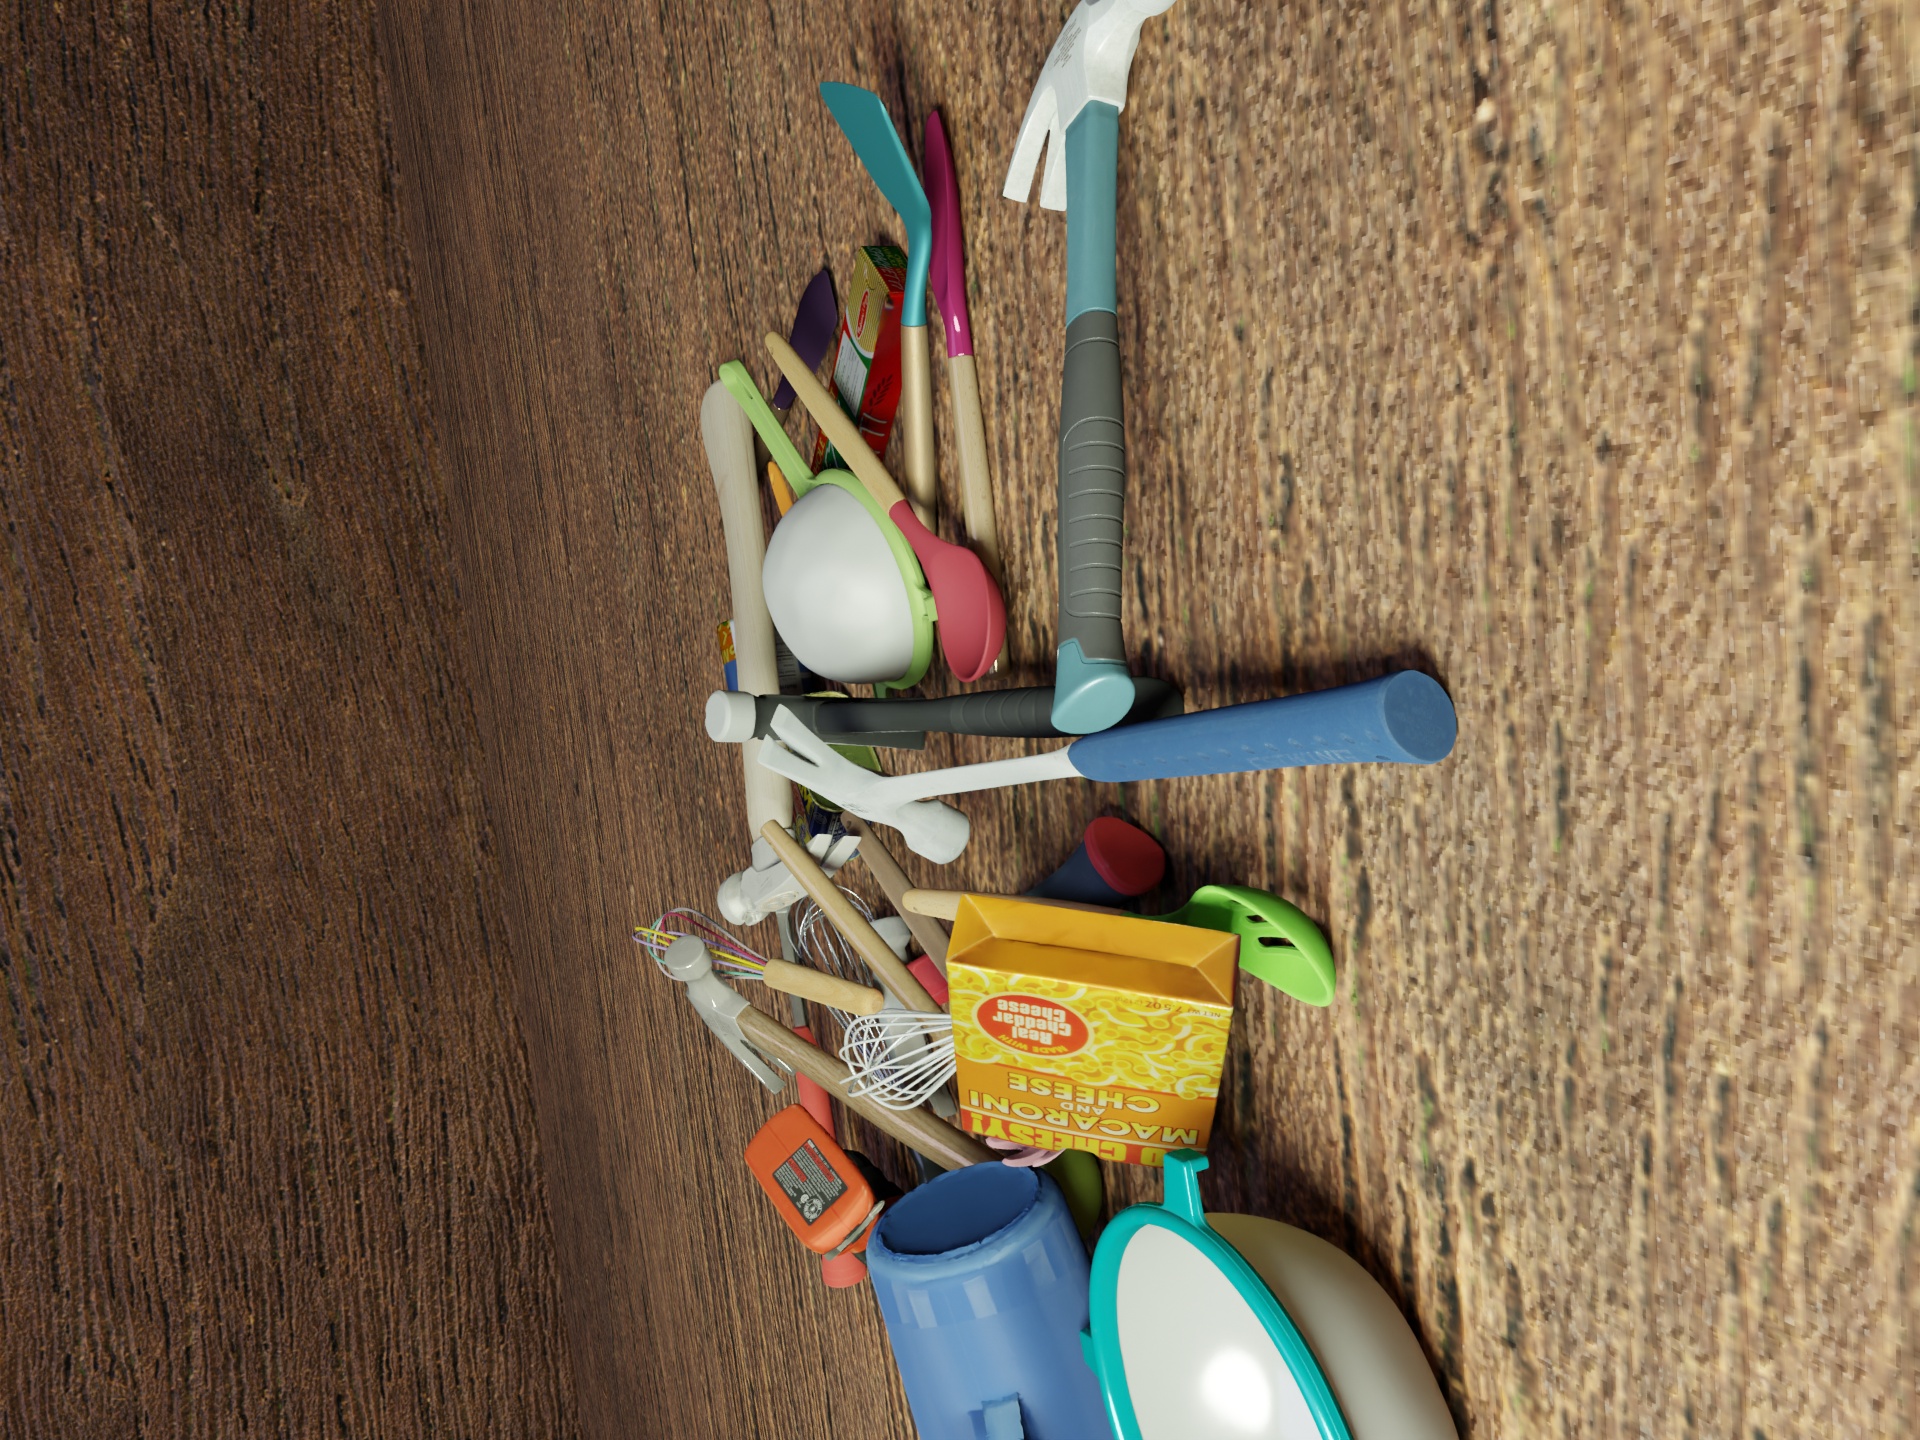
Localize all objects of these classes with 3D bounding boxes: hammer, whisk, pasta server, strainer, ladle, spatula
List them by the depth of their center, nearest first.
[{"bbox_3d":[0.173,0.343,0.644,0.341,0.095,0.210,58,150,36],"label":"strainer"},{"bbox_3d":[0.057,-0.160,0.690,0.128,0.033,0.331,152,122,-64],"label":"hammer"},{"bbox_3d":[0.049,0.018,0.748,0.405,0.144,0.035,-11,55,54],"label":"hammer"},{"bbox_3d":[0.011,0.162,0.834,0.246,0.058,0.059,-31,88,47],"label":"whisk"},{"bbox_3d":[-0.001,-0.003,0.891,0.335,0.146,0.035,-2,87,53],"label":"hammer"},{"bbox_3d":[-0.037,-0.205,0.930,0.082,0.044,0.317,40,140,52],"label":"spatula"},{"bbox_3d":[-0.010,0.142,0.938,0.060,0.040,0.317,-55,41,13],"label":"pasta server"},{"bbox_3d":[-0.050,-0.141,0.954,0.316,0.031,0.069,56,140,33],"label":"ladle"},{"bbox_3d":[0.025,0.150,0.956,0.386,0.038,0.143,-43,61,61],"label":"hammer"},{"bbox_3d":[-0.029,0.182,0.956,0.320,0.062,0.078,47,155,20],"label":"ladle"},{"bbox_3d":[-0.111,-0.125,1.034,0.256,0.069,0.151,58,153,13],"label":"strainer"},{"bbox_3d":[-0.067,0.250,1.063,0.331,0.031,0.129,22,147,38],"label":"hammer"},{"bbox_3d":[-0.143,-0.071,1.135,0.146,0.038,0.411,-35,56,48],"label":"hammer"},{"bbox_3d":[-0.051,0.244,1.139,0.285,0.070,0.070,64,151,19],"label":"whisk"},{"bbox_3d":[-0.149,0.178,1.159,0.245,0.051,0.047,9,131,38],"label":"whisk"},{"bbox_3d":[-0.141,-0.228,1.201,0.315,0.018,0.060,130,131,-58],"label":"spatula"},{"bbox_3d":[-0.120,0.291,1.278,0.149,0.036,0.359,-98,0,-79],"label":"hammer"}]

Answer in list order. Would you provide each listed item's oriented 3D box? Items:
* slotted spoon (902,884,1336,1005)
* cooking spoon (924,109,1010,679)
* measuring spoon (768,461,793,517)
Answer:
[{"bbox_3d":[0.064,0.099,0.790,0.314,0.031,0.070,-2,131,53],"label":"slotted spoon"},{"bbox_3d":[0.003,-0.181,0.906,0.069,0.017,0.319,-157,60,-77],"label":"cooking spoon"},{"bbox_3d":[-0.123,-0.137,1.129,0.021,0.011,0.117,119,136,-55],"label":"measuring spoon"}]
